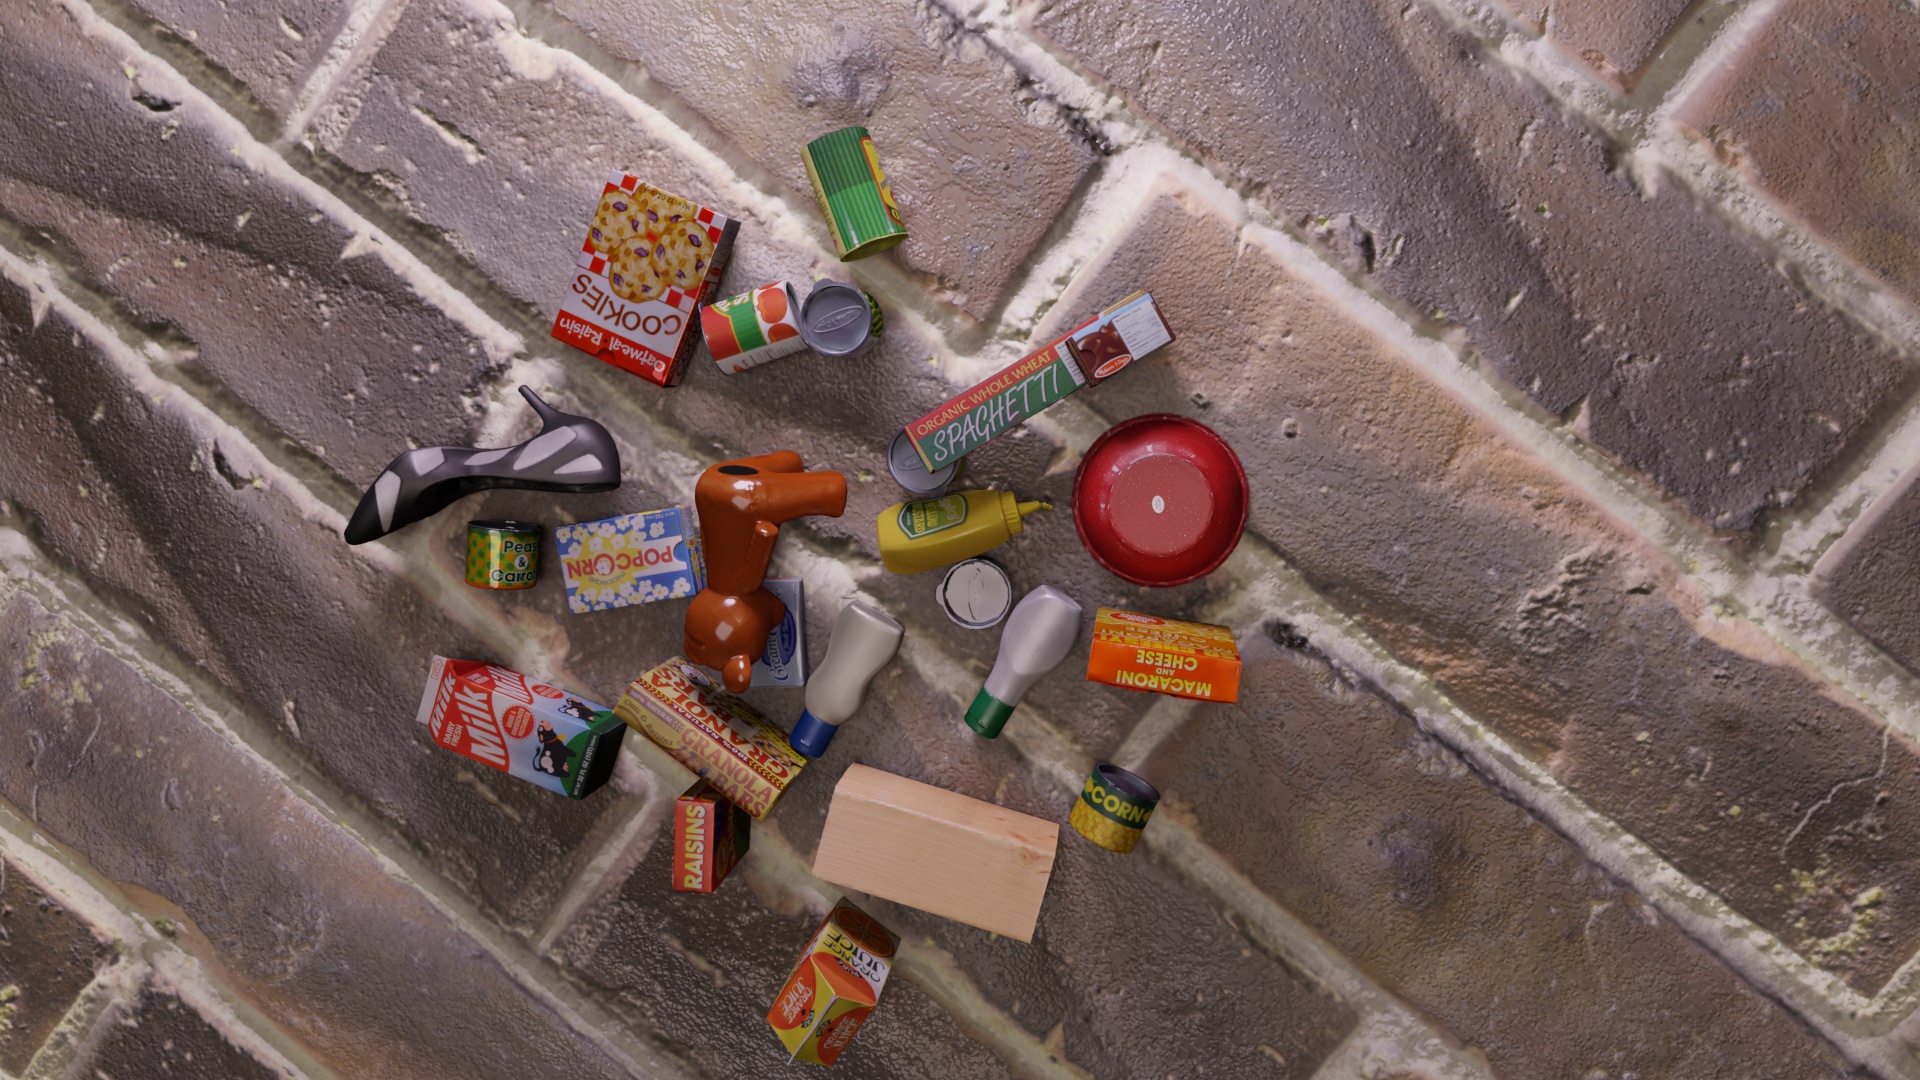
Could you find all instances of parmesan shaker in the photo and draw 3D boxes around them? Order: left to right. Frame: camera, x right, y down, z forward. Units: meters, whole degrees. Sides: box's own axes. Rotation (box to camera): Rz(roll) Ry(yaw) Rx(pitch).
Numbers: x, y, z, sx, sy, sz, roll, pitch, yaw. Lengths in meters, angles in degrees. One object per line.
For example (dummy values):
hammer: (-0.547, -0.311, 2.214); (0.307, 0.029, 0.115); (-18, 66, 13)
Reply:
parmesan shaker: (-0.095, -0.310, 1.243); (0.071, 0.071, 0.103); (-20, 93, 8)

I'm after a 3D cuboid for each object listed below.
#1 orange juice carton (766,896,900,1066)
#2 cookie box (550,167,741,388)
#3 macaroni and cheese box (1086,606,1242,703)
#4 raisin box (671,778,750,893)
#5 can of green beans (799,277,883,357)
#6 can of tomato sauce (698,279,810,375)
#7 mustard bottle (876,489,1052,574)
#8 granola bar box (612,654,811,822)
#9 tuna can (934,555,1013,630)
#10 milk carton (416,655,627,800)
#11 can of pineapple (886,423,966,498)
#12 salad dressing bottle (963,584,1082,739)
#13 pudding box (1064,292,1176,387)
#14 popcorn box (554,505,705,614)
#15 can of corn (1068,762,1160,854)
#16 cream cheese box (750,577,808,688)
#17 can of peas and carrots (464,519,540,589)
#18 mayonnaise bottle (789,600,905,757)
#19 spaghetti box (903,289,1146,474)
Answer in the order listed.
orange juice carton: (-0.115, 0.401, 1.250); (0.073, 0.193, 0.071); (36, 98, 1)
cookie box: (-0.292, -0.241, 1.284); (0.123, 0.040, 0.167); (24, 98, 9)
macaroni and cheese box: (0.175, 0.098, 1.200); (0.124, 0.167, 0.040); (8, 98, 6)
raisin box: (-0.229, 0.264, 1.286); (0.040, 0.123, 0.086); (4, 97, 6)
can of green beans: (-0.107, -0.199, 1.261); (0.071, 0.058, 0.071); (1, 96, 7)
can of tomato sauce: (-0.186, -0.196, 1.267); (0.083, 0.071, 0.071); (-18, 93, 8)
mustard bottle: (0.005, -0.016, 1.263); (0.160, 0.065, 0.048); (-15, 137, 4)
granola bar box: (-0.223, 0.177, 1.277); (0.165, 0.124, 0.039); (36, 100, 2)
tuna can: (0.013, 0.048, 1.282); (0.071, 0.033, 0.071); (1, 95, 7)
milk carton: (-0.425, 0.174, 1.327); (0.191, 0.073, 0.072); (20, 98, 5)
can of pineapple: (-0.030, -0.075, 1.264); (0.071, 0.058, 0.071); (1, 96, 7)
salad dressing bottle: (0.055, 0.113, 1.279); (0.064, 0.044, 0.147); (32, 99, 1)
pudding box: (0.138, -0.174, 1.207); (0.084, 0.030, 0.049); (-30, 92, -8)
popcorn box: (-0.313, 0.018, 1.317); (0.127, 0.038, 0.085); (-9, 93, 8)
can of corn: (0.140, 0.245, 1.266); (0.071, 0.071, 0.058); (26, 99, 4)
cream cheese box: (-0.173, 0.087, 1.313); (0.053, 0.024, 0.103); (-2, 95, 9)
can of peas and carrots: (-0.432, 0.013, 1.315); (0.071, 0.071, 0.058); (6, 97, 6)
mayonnaise bottle: (-0.112, 0.132, 1.302); (0.065, 0.041, 0.148); (30, 99, 4)
spaghetti box: (0.066, -0.140, 1.227); (0.250, 0.028, 0.050); (-31, 90, -8)
